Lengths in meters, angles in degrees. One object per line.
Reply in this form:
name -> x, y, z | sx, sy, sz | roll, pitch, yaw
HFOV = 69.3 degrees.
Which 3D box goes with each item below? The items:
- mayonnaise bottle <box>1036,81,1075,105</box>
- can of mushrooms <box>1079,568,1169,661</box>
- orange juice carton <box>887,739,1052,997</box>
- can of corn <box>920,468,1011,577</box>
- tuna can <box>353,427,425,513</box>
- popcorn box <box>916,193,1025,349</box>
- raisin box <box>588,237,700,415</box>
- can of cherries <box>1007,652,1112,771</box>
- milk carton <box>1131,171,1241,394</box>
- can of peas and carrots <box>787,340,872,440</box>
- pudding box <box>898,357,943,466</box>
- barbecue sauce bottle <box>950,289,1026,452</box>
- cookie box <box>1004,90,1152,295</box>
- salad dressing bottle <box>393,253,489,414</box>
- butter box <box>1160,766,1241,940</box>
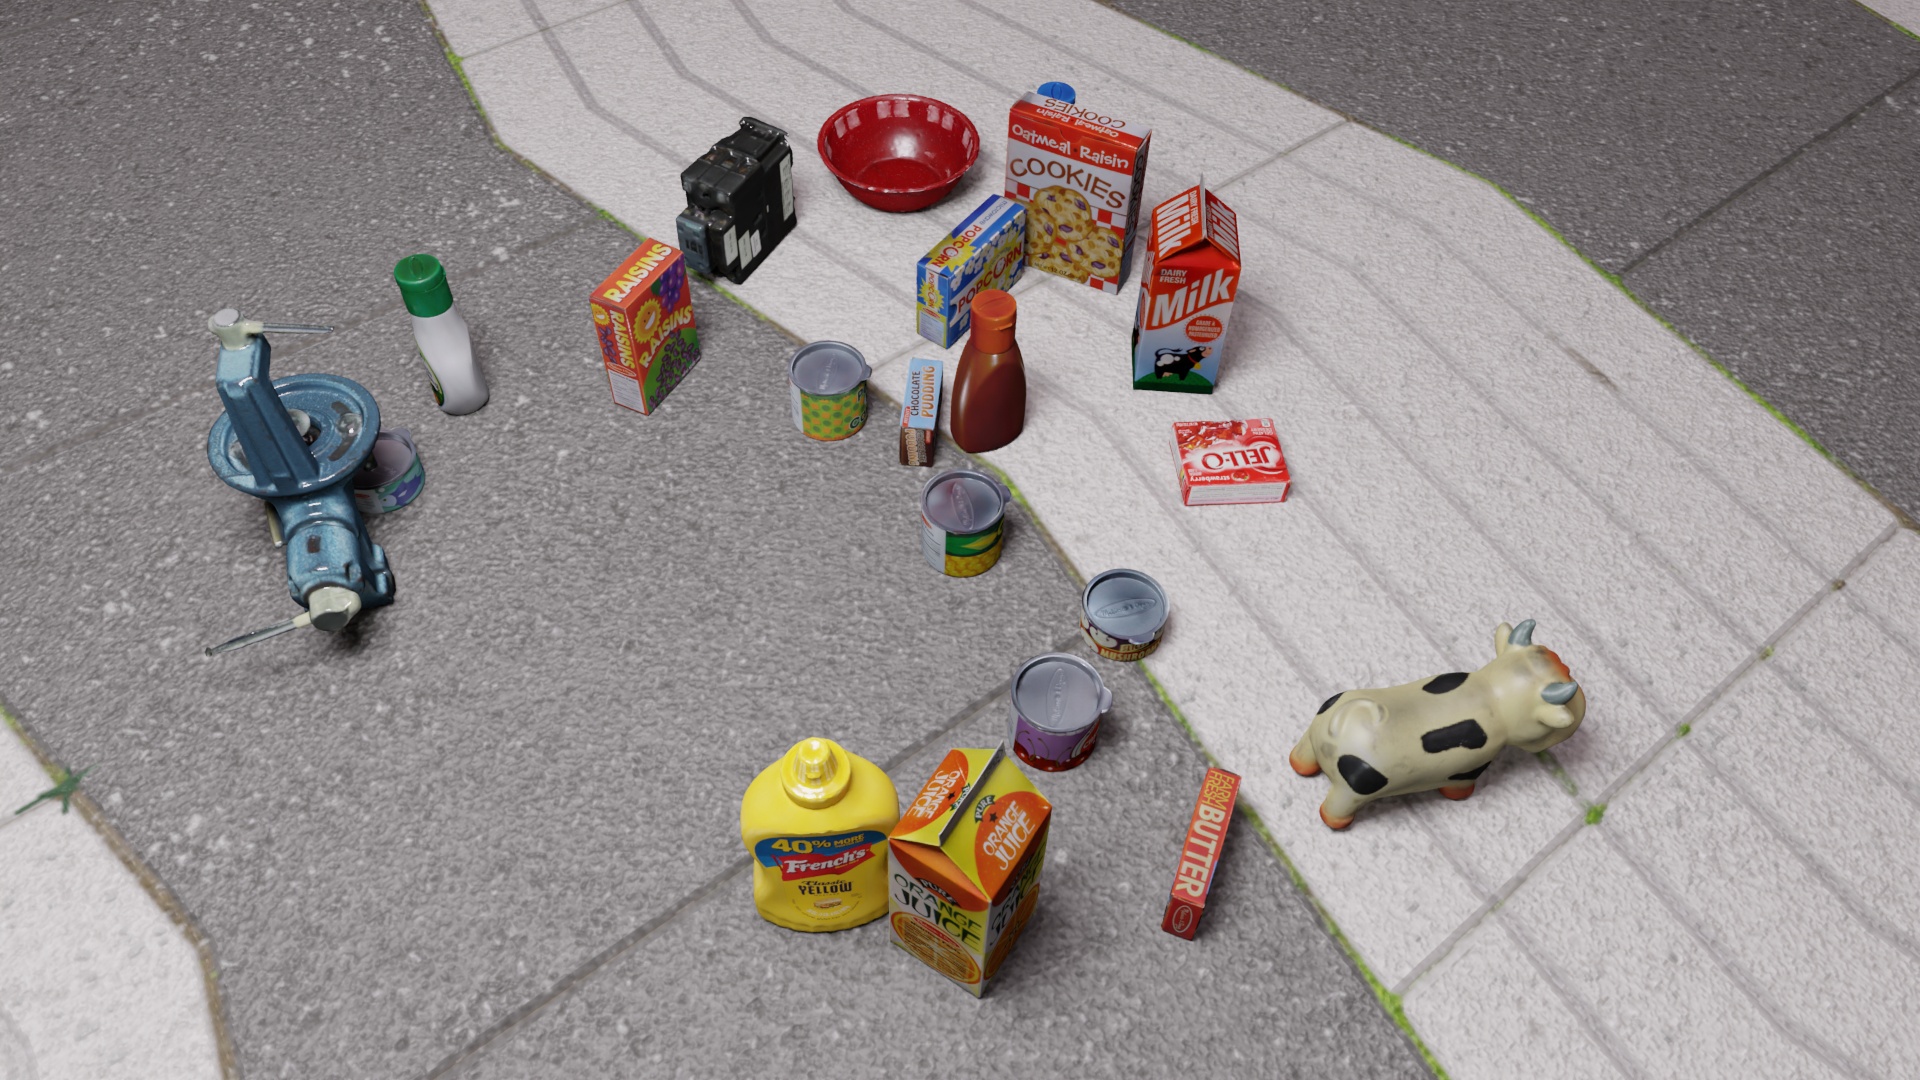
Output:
mayonnaise bottle -> 0.086, -0.364, 1.328 | 0.041, 0.147, 0.065 | 3, 51, 0
can of mushrooms -> 0.125, 0.059, 1.059 | 0.071, 0.033, 0.071 | 1, 51, -1
orange juice carton -> 0.004, 0.195, 0.841 | 0.073, 0.191, 0.072 | 27, 55, 19
can of corn -> 0.004, -0.014, 1.097 | 0.071, 0.058, 0.071 | 1, 51, -1
tuna can -> -0.472, -0.058, 1.131 | 0.071, 0.032, 0.071 | 1, 51, -1
popcorn box -> 0.010, -0.247, 1.270 | 0.038, 0.084, 0.127 | 29, 56, 20
raisin box -> -0.266, -0.181, 1.181 | 0.040, 0.122, 0.086 | 23, 54, 16
can of cherries -> 0.070, 0.124, 0.988 | 0.071, 0.058, 0.072 | 1, 51, -1
milk carton -> 0.193, -0.216, 1.184 | 0.073, 0.189, 0.073 | 3, 51, 1
can of peas and carrots -> -0.110, -0.127, 1.185 | 0.071, 0.058, 0.071 | 1, 51, -1
pudding box -> -0.033, -0.110, 1.179 | 0.030, 0.049, 0.084 | 5, 51, 2
barbecue sauce bottle -> 0.025, -0.139, 1.142 | 0.065, 0.147, 0.044 | -22, 55, -19
cookie box -> 0.103, -0.317, 1.277 | 0.123, 0.166, 0.040 | 21, 54, 15
salad dressing bottle -> -0.430, -0.170, 1.150 | 0.044, 0.146, 0.064 | -19, 54, -16
butter box -> 0.161, 0.207, 0.927 | 0.024, 0.052, 0.104 | 17, 52, 12
